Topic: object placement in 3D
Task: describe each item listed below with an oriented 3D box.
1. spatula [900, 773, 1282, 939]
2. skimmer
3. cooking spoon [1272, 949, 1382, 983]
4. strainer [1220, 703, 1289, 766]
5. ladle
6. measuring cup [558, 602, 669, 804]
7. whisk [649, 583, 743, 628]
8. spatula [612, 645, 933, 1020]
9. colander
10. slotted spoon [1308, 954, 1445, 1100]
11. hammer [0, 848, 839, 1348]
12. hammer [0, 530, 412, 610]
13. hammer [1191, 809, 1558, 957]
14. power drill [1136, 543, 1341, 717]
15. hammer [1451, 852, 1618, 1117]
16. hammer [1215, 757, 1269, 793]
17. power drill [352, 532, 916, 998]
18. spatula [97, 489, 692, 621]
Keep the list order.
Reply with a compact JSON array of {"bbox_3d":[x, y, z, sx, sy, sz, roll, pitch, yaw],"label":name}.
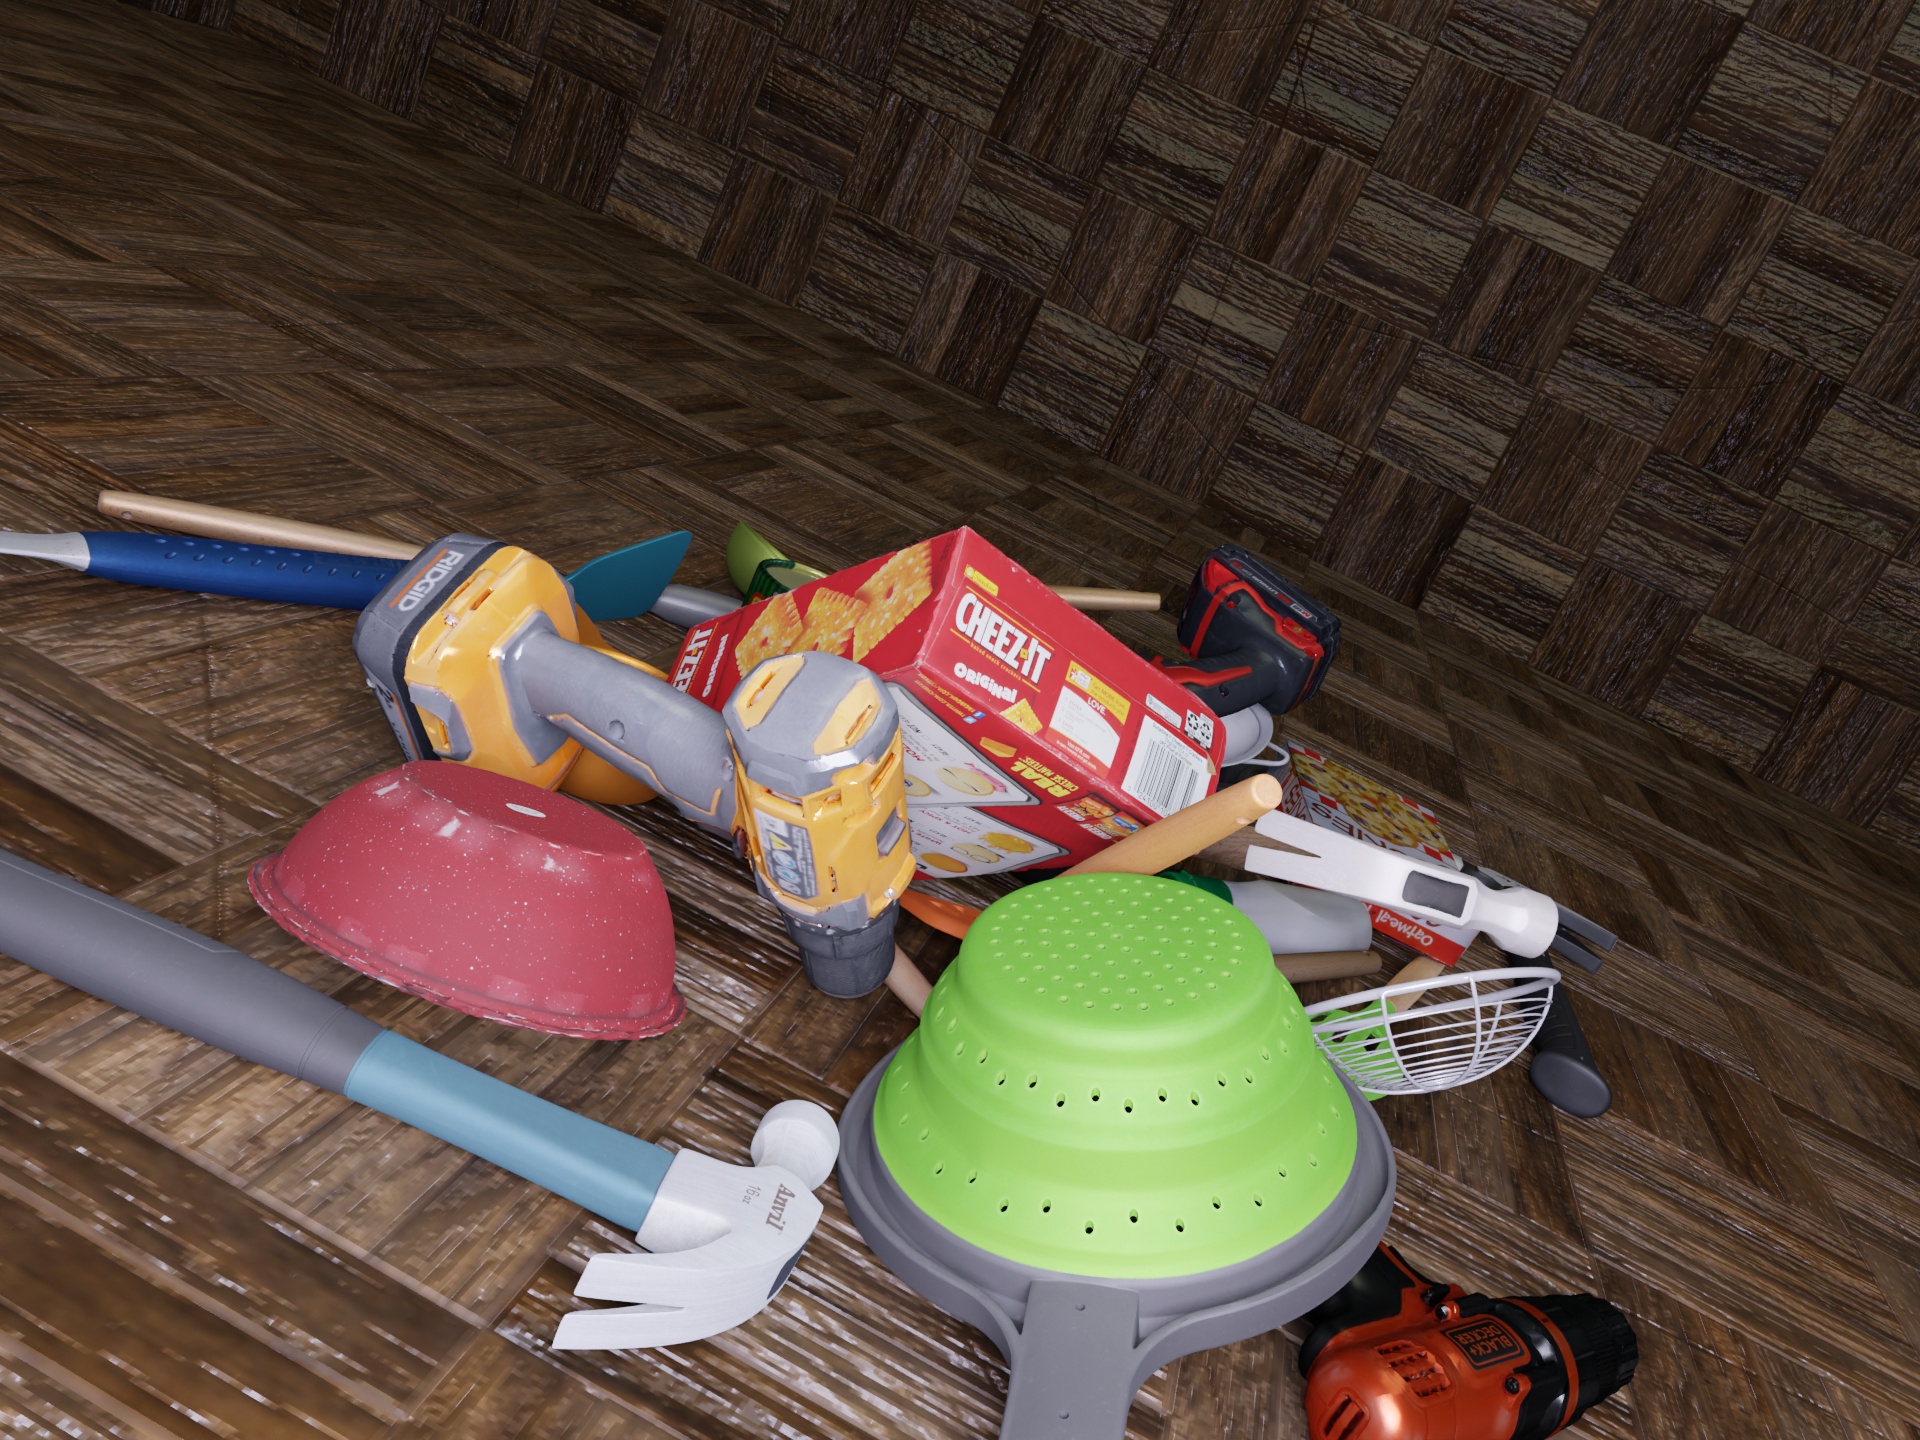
[{"bbox_3d":[0.046,0.065,0.679,0.081,0.041,0.322,18,-24,-16],"label":"spatula"},{"bbox_3d":[0.118,0.084,0.805,0.364,0.090,0.127,28,11,41],"label":"skimmer"},{"bbox_3d":[0.126,0.136,0.844,0.318,0.017,0.069,4,19,-40],"label":"cooking spoon"},{"bbox_3d":[0.130,-0.032,1.167,0.259,0.050,0.087,39,56,21],"label":"strainer"},{"bbox_3d":[-0.011,-0.107,1.165,0.320,0.062,0.078,3,7,-4],"label":"ladle"},{"bbox_3d":[-0.196,-0.015,0.816,0.095,0.052,0.174,13,20,-35],"label":"measuring cup"},{"bbox_3d":[-0.100,-0.055,1.070,0.239,0.055,0.055,15,20,-16],"label":"whisk"},{"bbox_3d":[-0.099,0.050,0.796,0.316,0.018,0.059,43,-12,38],"label":"spatula"},{"bbox_3d":[0.040,0.151,0.500,0.204,0.094,0.397,3,24,10],"label":"colander"},{"bbox_3d":[0.255,0.166,0.945,0.070,0.031,0.313,25,15,24],"label":"slotted spoon"},{"bbox_3d":[-0.200,0.102,0.504,0.331,0.033,0.128,25,16,-1],"label":"hammer"},{"bbox_3d":[-0.419,-0.083,0.732,0.405,0.035,0.144,4,27,-49],"label":"hammer"},{"bbox_3d":[0.171,0.073,0.864,0.130,0.031,0.331,19,-4,-14],"label":"hammer"},{"bbox_3d":[0.132,-0.046,1.093,0.226,0.080,0.188,-27,57,-39],"label":"power drill"},{"bbox_3d":[0.398,0.179,1.082,0.146,0.035,0.335,26,18,4],"label":"hammer"},{"bbox_3d":[0.137,0.050,1.104,0.336,0.034,0.127,8,24,-43],"label":"hammer"},{"bbox_3d":[-0.122,0.027,0.662,0.226,0.185,0.084,19,53,18],"label":"power drill"},{"bbox_3d":[-0.311,-0.098,0.904,0.317,0.082,0.044,10,51,-29],"label":"spatula"}]
